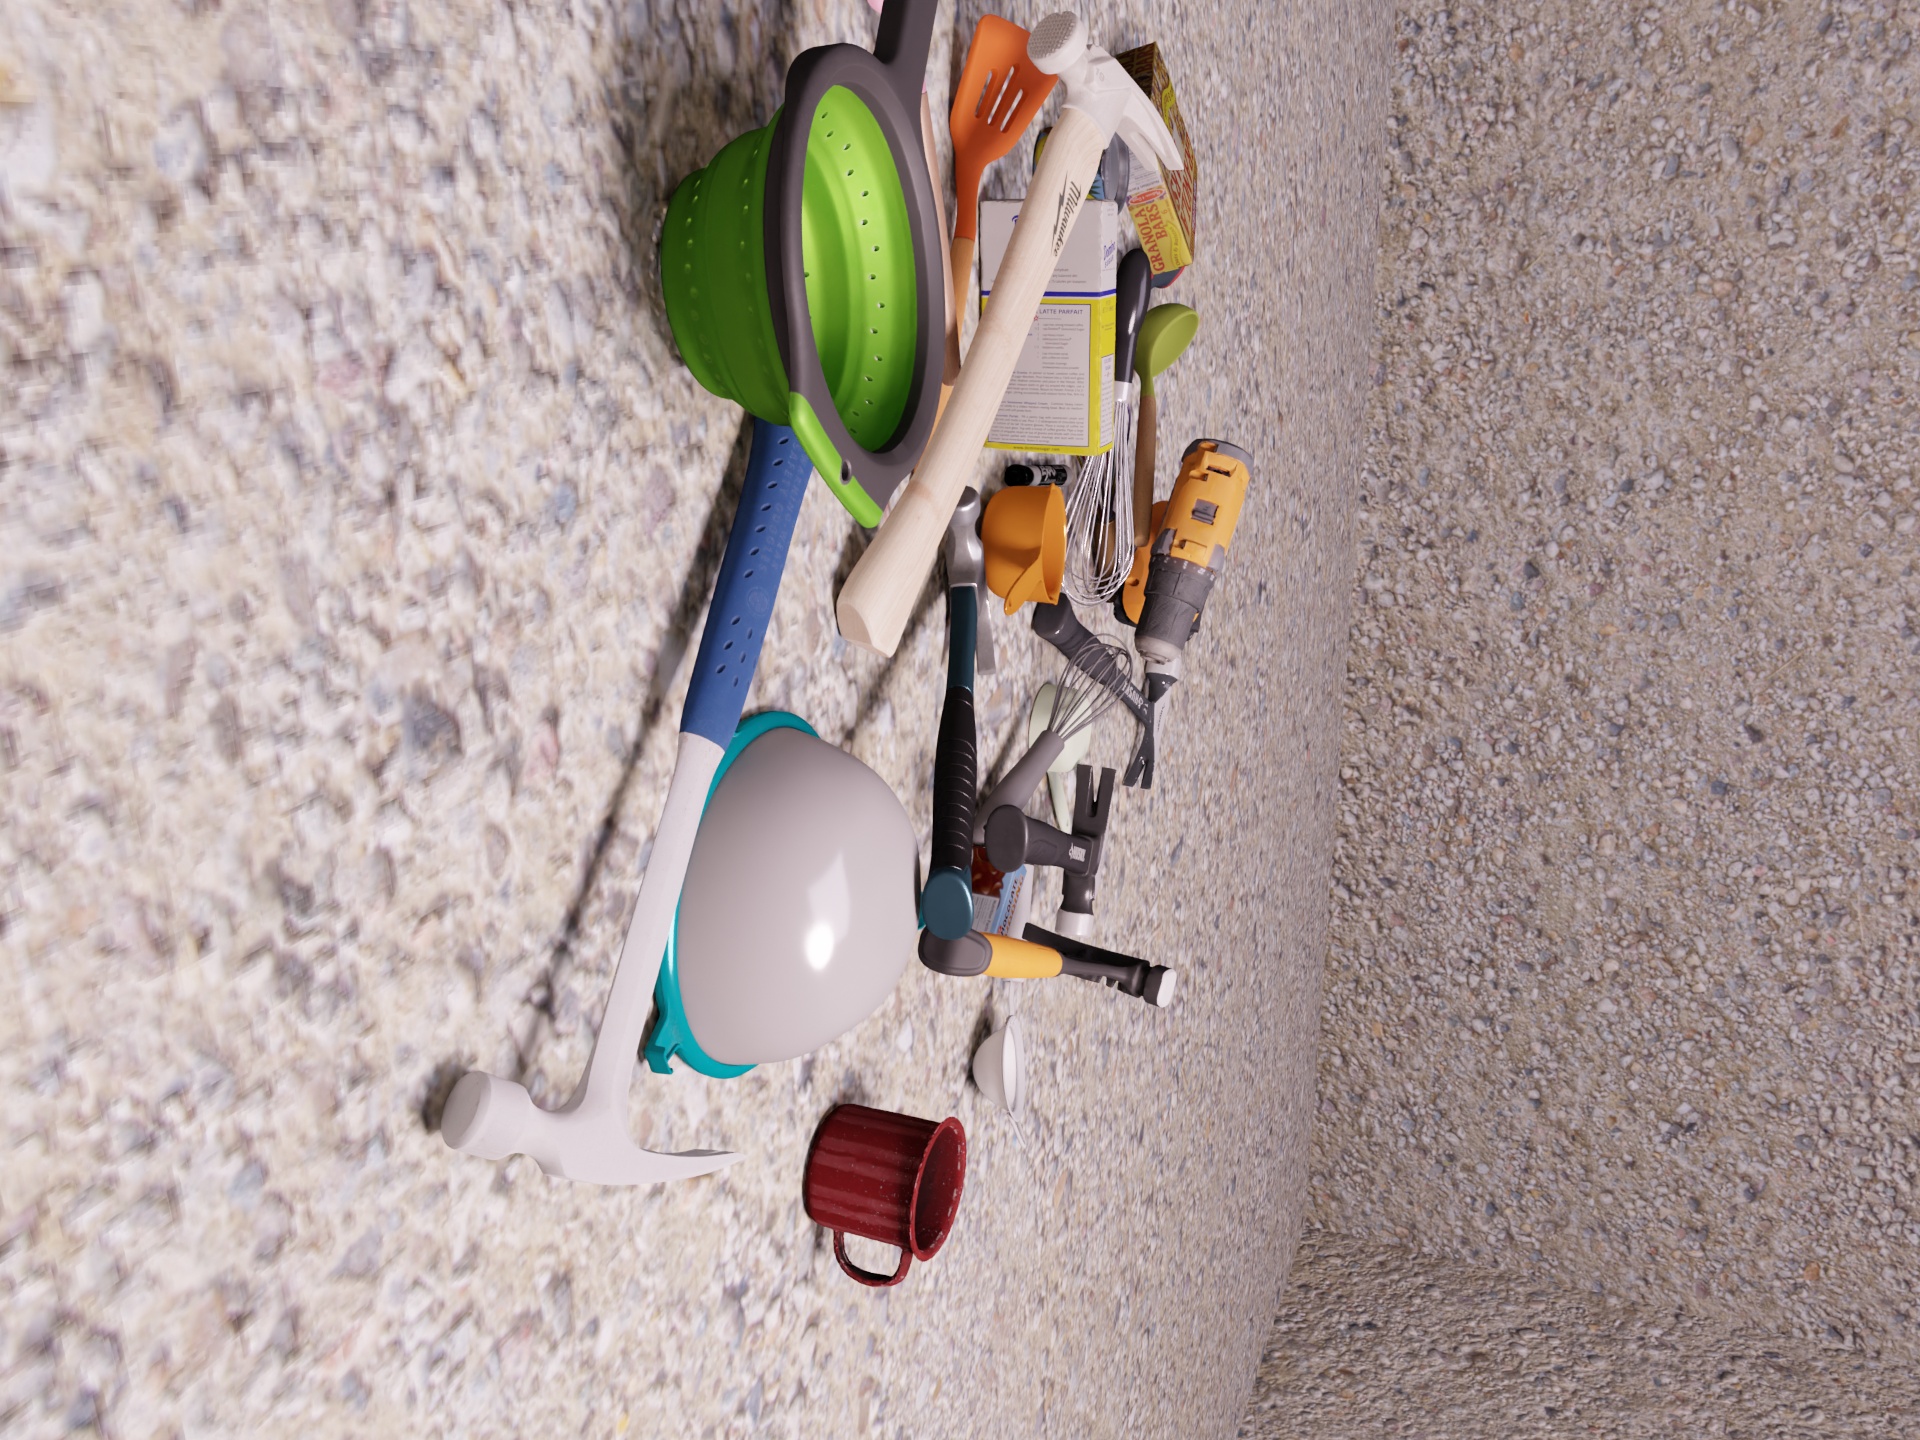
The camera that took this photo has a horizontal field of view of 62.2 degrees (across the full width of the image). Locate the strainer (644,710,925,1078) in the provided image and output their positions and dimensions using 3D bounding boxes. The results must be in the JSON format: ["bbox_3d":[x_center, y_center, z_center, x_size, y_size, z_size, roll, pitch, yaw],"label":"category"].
[{"bbox_3d":[-0.056,0.113,0.955,0.340,0.095,0.211,23,75,-67],"label":"strainer"}]

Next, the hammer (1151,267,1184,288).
[{"bbox_3d":[0.136,-0.375,1.348,0.386,0.038,0.143,-52,155,-56],"label":"hammer"}]

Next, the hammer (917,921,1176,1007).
[{"bbox_3d":[0.045,0.161,1.086,0.336,0.127,0.034,26,79,-65],"label":"hammer"}]

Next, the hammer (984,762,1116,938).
[{"bbox_3d":[0.071,0.092,1.222,0.334,0.035,0.146,29,70,-74],"label":"hammer"}]

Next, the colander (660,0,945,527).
[{"bbox_3d":[-0.071,-0.290,0.802,0.204,0.094,0.397,53,41,-62],"label":"colander"}]

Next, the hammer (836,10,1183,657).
[{"bbox_3d":[0.026,-0.230,1.015,0.146,0.038,0.411,30,80,-48],"label":"hammer"}]

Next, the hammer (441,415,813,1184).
[{"bbox_3d":[-0.126,0.024,0.784,0.144,0.035,0.406,32,60,-38],"label":"hammer"}]

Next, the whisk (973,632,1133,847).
[{"bbox_3d":[0.073,0.015,1.294,0.239,0.055,0.055,-52,145,-32],"label":"whisk"}]

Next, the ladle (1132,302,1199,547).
[{"bbox_3d":[0.175,-0.261,1.399,0.078,0.062,0.320,117,-14,-47],"label":"ladle"}]

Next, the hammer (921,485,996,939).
[{"bbox_3d":[-0.002,-0.003,1.020,0.331,0.033,0.128,-87,172,-46],"label":"hammer"}]

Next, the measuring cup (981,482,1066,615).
[{"bbox_3d":[0.035,-0.115,1.159,0.174,0.052,0.095,-56,147,-59],"label":"measuring cup"}]

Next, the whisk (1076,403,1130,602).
[{"bbox_3d":[0.122,-0.197,1.406,0.047,0.051,0.244,-44,145,-27],"label":"whisk"}]

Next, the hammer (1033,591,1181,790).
[{"bbox_3d":[0.140,-0.038,1.501,0.408,0.036,0.149,33,67,-66],"label":"hammer"}]

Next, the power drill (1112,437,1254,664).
[{"bbox_3d":[0.185,-0.125,1.366,0.226,0.084,0.185,91,17,-83],"label":"power drill"}]

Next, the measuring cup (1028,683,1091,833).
[{"bbox_3d":[0.097,0.042,1.405,0.083,0.038,0.167,-62,149,-43],"label":"measuring cup"}]

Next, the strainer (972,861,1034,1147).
[{"bbox_3d":[0.041,0.220,1.323,0.086,0.050,0.258,46,48,-71],"label":"strainer"}]

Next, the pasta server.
[{"bbox_3d":[-0.031,-0.347,0.950,0.060,0.040,0.316,-59,149,-46],"label":"pasta server"}]

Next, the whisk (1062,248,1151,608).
[{"bbox_3d":[0.119,-0.229,1.263,0.070,0.070,0.284,-19,119,-67],"label":"whisk"}]

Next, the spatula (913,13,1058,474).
[{"bbox_3d":[0.004,-0.296,1.056,0.081,0.041,0.322,11,88,-45],"label":"spatula"}]
